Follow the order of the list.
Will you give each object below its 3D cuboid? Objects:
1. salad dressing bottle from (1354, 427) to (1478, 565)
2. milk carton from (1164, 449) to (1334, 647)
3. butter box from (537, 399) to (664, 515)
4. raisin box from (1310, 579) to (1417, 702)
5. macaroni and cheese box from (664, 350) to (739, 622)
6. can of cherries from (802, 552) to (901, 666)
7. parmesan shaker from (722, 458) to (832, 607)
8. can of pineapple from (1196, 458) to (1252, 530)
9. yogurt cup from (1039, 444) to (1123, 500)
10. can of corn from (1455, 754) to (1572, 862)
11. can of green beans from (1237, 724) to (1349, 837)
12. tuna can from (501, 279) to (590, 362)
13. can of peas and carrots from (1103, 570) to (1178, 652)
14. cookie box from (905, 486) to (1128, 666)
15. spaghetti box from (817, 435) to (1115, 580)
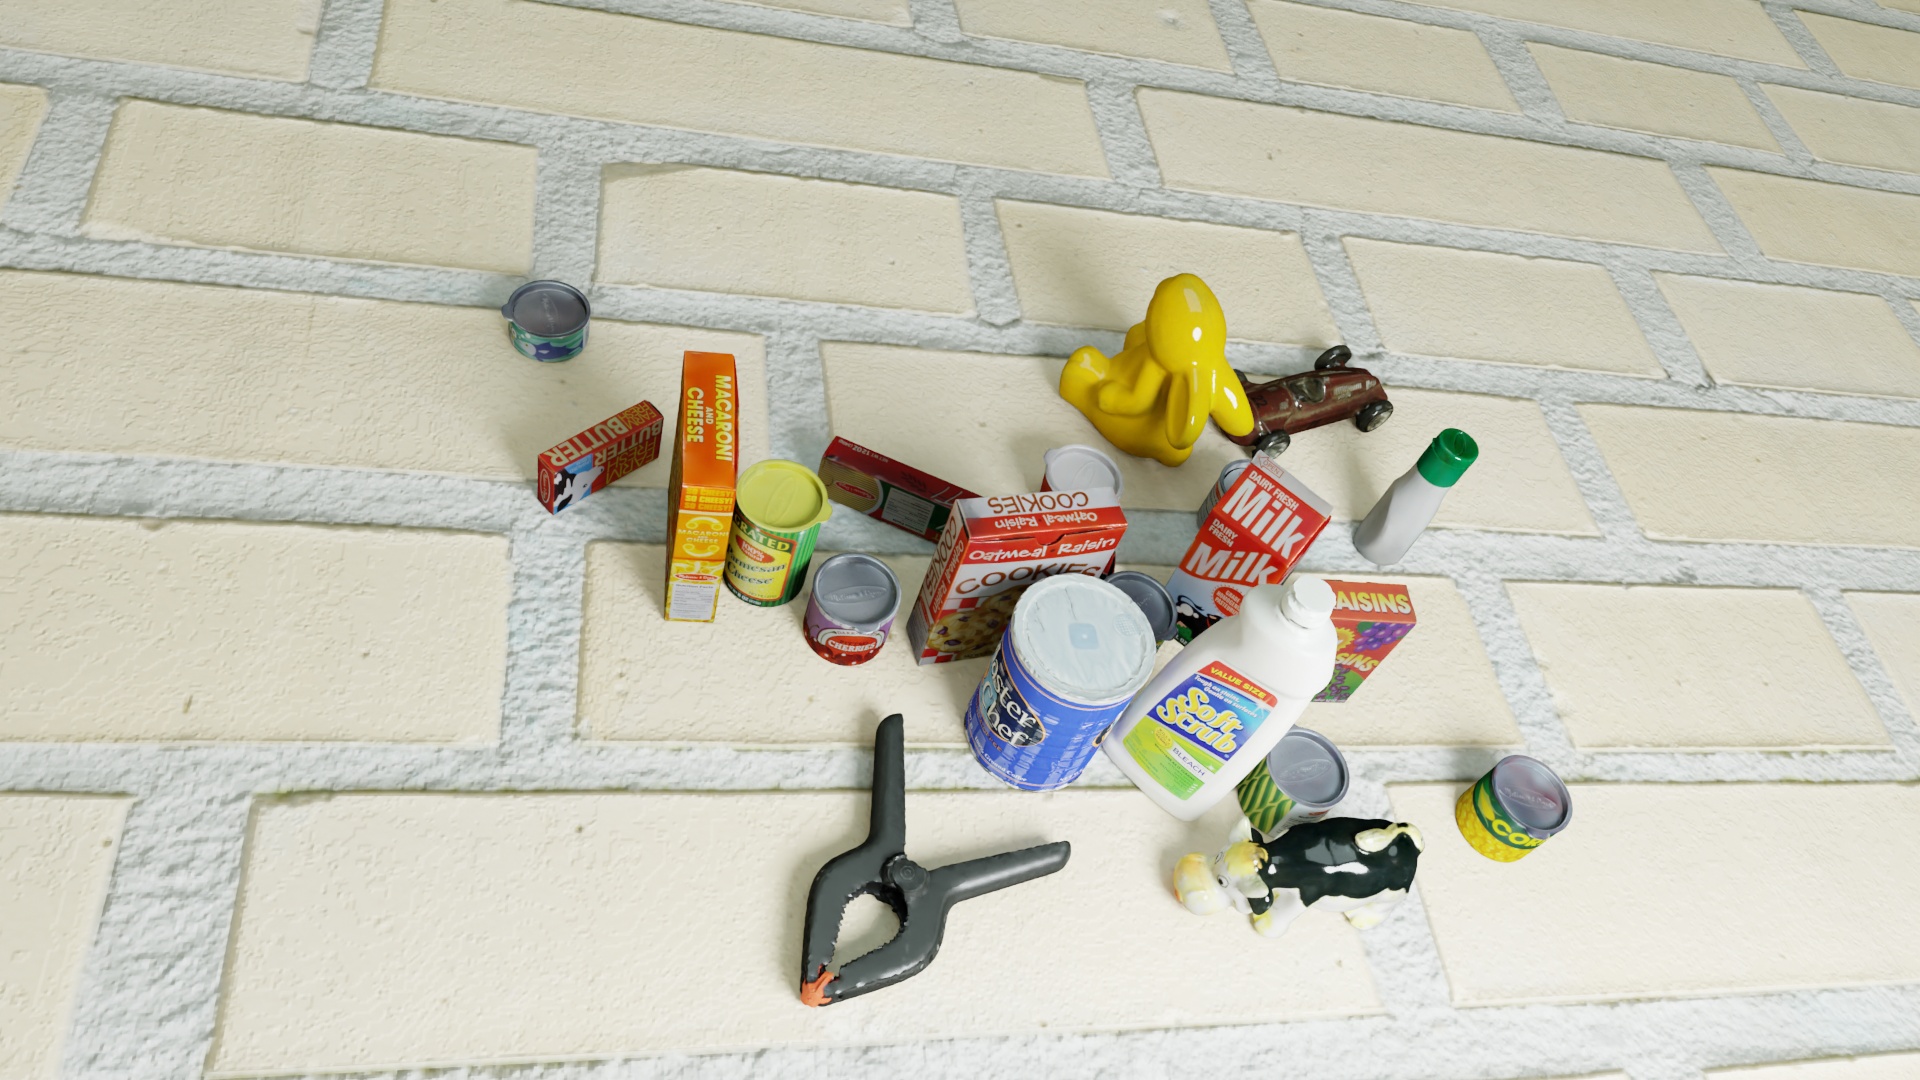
[{"bbox_3d":[0.392,-0.037,1.198,0.044,0.146,0.064,23,51,1],"label":"salad dressing bottle"},{"bbox_3d":[0.222,0.010,1.082,0.072,0.189,0.074,39,53,13],"label":"milk carton"},{"bbox_3d":[-0.278,-0.065,1.073,0.024,0.052,0.104,43,54,16],"label":"butter box"},{"bbox_3d":[0.289,0.080,1.093,0.086,0.122,0.040,4,53,-14],"label":"raisin box"},{"bbox_3d":[-0.188,-0.037,1.007,0.040,0.165,0.124,3,53,-15],"label":"macaroni and cheese box"},{"bbox_3d":[-0.082,0.054,1.040,0.071,0.058,0.072,8,52,-11],"label":"can of cherries"},{"bbox_3d":[-0.138,-0.002,1.037,0.071,0.102,0.071,8,52,-11],"label":"parmesan shaker"},{"bbox_3d":[0.247,-0.027,1.203,0.071,0.057,0.071,8,52,-11],"label":"can of pineapple"},{"bbox_3d":[0.097,-0.039,1.169,0.072,0.053,0.073,8,52,-11],"label":"yogurt cup"},{"bbox_3d":[0.429,0.211,1.079,0.071,0.058,0.071,8,52,-11],"label":"can of corn"},{"bbox_3d":[0.250,0.183,1.046,0.071,0.057,0.071,8,52,-11],"label":"can of green beans"},{"bbox_3d":[-0.344,-0.182,1.154,0.071,0.032,0.071,8,52,-11],"label":"tuna can"},{"bbox_3d":[0.132,0.068,1.095,0.071,0.058,0.071,8,52,-11],"label":"can of peas and carrots"},{"bbox_3d":[0.038,0.029,1.027,0.123,0.166,0.040,-6,56,-21],"label":"cookie box"},{"bbox_3d":[0.004,-0.014,1.124,0.250,0.050,0.029,22,51,0],"label":"spaghetti box"}]
